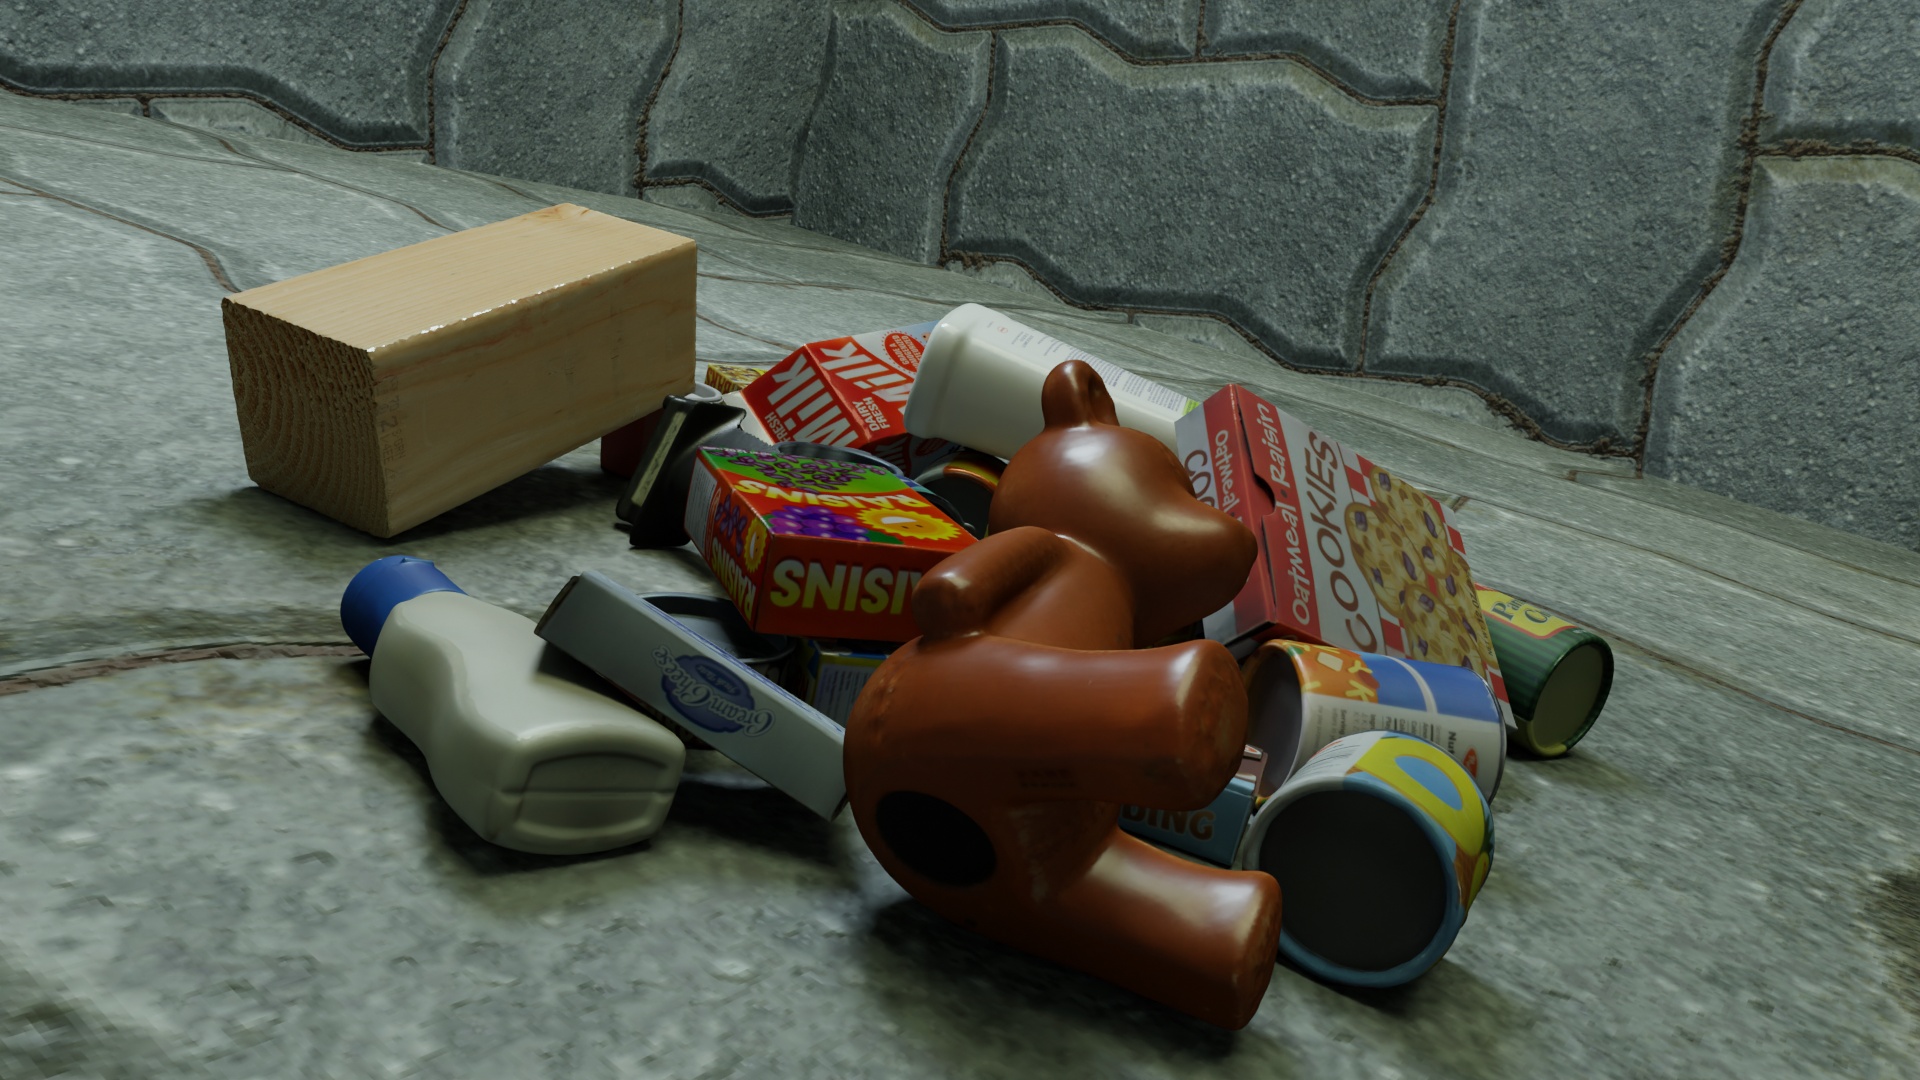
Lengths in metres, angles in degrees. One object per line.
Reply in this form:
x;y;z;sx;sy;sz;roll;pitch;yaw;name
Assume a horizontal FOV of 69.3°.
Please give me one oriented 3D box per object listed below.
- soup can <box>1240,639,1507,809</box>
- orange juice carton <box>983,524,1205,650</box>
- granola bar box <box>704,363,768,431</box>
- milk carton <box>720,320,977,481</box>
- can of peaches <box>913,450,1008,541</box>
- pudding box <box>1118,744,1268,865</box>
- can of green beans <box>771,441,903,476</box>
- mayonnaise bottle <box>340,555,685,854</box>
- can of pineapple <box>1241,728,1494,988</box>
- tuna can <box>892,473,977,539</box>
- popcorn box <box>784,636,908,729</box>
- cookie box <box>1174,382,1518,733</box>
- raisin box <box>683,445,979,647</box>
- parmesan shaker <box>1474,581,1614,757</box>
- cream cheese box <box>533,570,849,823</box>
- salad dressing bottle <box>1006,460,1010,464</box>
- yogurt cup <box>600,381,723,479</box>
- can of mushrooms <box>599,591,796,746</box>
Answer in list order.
0.154;0.075;0.541;0.084;0.071;0.071;10;14;-14;soup can
0.095;0.029;0.647;0.193;0.072;0.072;0;20;-45;orange juice carton
-0.094;-0.078;0.950;0.124;0.039;0.166;5;17;-31;granola bar box
-0.051;-0.074;0.823;0.191;0.073;0.072;-18;68;-46;milk carton
0.003;-0.009;0.724;0.071;0.071;0.058;15;14;6;can of peaches
0.065;0.083;0.502;0.084;0.030;0.050;17;13;13;pudding box
-0.066;-0.012;0.687;0.071;0.057;0.071;13;14;-3;can of green beans
-0.147;0.045;0.428;0.065;0.041;0.148;11;11;-45;mayonnaise bottle
0.128;0.098;0.431;0.071;0.070;0.058;21;16;26;can of pineapple
-0.030;0.003;0.640;0.071;0.071;0.033;5;16;-33;tuna can
-0.033;0.041;0.551;0.085;0.038;0.127;8;15;-21;popcorn box
0.172;0.015;0.622;0.167;0.040;0.123;23;48;-32;cookie box
-0.051;0.001;0.533;0.086;0.040;0.123;6;14;-25;raisin box
0.270;0.060;0.711;0.071;0.071;0.103;3;18;-36;parmesan shaker
-0.078;0.045;0.427;0.104;0.024;0.053;35;-6;-9;cream cheese box
0.090;-0.034;0.949;0.064;0.044;0.148;24;16;41;salad dressing bottle
-0.174;-0.065;0.795;0.072;0.053;0.072;13;14;-3;yogurt cup
-0.094;0.045;0.491;0.071;0.033;0.071;14;14;-3;can of mushrooms
